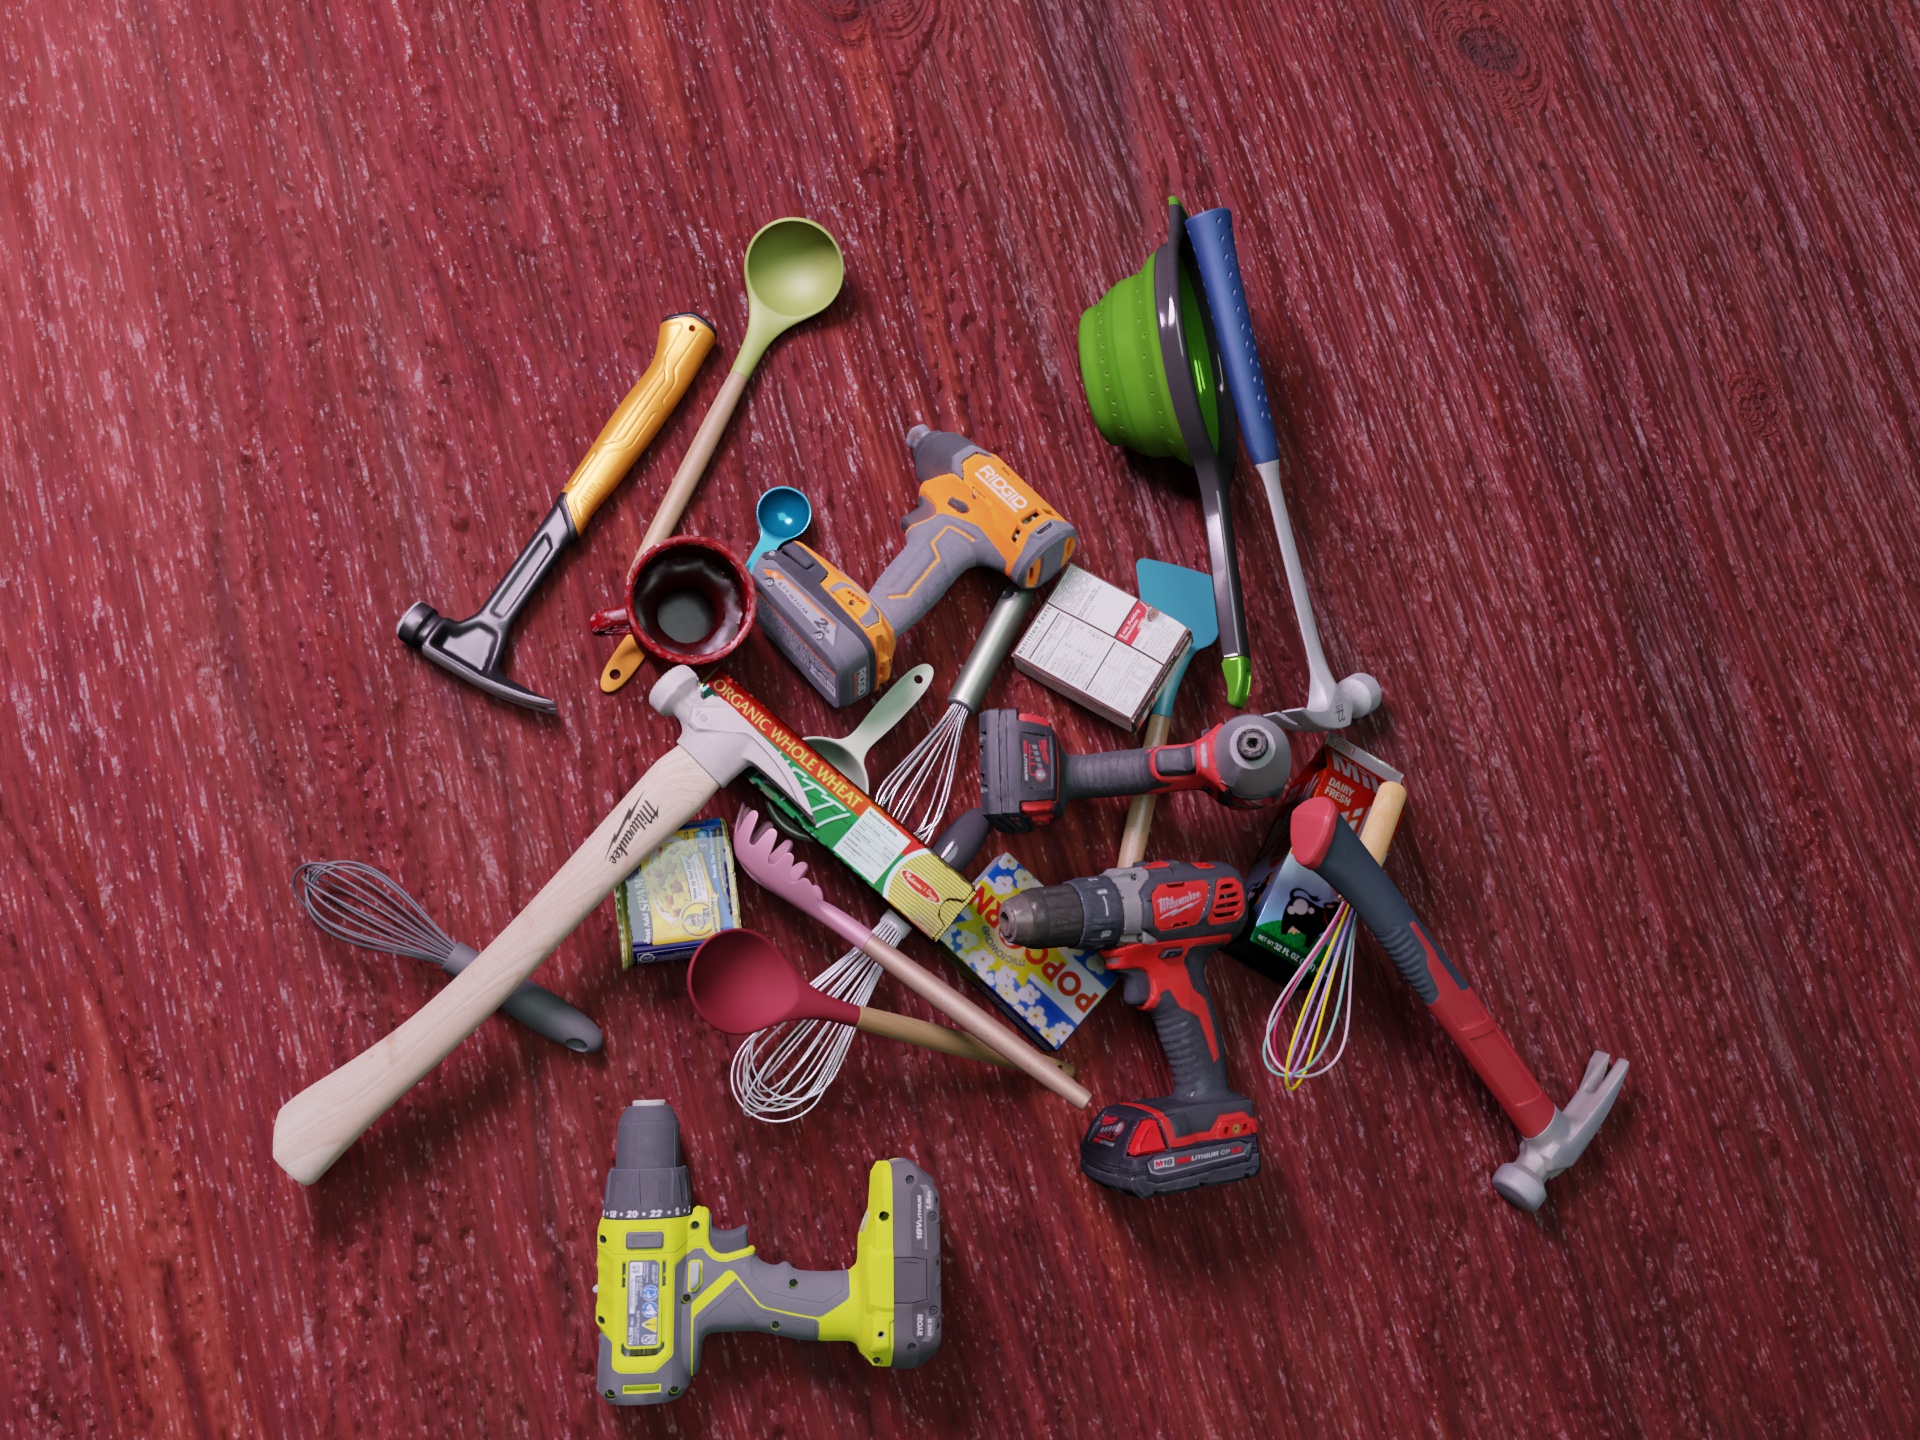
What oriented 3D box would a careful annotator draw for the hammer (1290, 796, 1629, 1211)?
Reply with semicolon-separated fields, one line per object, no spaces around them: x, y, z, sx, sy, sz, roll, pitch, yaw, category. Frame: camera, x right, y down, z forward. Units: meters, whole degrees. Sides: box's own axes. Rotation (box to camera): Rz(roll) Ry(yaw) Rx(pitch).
0.360;0.186;1.152;0.143;0.038;0.386;-47;114;-17;hammer

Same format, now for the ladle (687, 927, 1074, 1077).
-0.050;0.210;1.105;0.315;0.031;0.069;21;74;-27;ladle

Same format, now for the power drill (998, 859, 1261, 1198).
0.122;0.214;1.127;0.187;0.080;0.227;-2;86;-24;power drill

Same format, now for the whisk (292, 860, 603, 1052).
-0.352;0.166;1.098;0.239;0.055;0.055;33;73;-7;whisk

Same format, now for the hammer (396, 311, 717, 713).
-0.275;-0.168;1.197;0.127;0.034;0.337;30;73;-2;hammer

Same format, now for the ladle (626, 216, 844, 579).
-0.180;-0.247;1.224;0.078;0.062;0.320;27;76;-13;ladle

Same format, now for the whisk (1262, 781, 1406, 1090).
0.275;0.153;1.150;0.047;0.051;0.245;37;66;-26;whisk

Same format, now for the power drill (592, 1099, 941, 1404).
-0.132;0.354;1.078;0.228;0.080;0.191;1;77;-8;power drill

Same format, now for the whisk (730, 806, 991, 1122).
-0.065;0.170;1.149;0.070;0.070;0.285;40;68;0;whisk

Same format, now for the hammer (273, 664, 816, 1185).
-0.281;0.152;1.060;0.146;0.038;0.410;42;79;12;hammer

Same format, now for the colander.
0.158;-0.199;1.238;0.094;0.204;0.397;-9;79;19;colander

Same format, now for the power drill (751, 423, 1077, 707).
-0.046;-0.129;1.205;0.226;0.084;0.164;-36;68;-21;power drill

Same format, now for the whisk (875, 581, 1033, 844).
-0.002;-0.004;1.209;0.059;0.058;0.246;42;65;-35;whisk

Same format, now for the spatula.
0.150;0.024;1.240;0.082;0.044;0.317;15;79;-7;spatula

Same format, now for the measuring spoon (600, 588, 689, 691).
-0.234;-0.070;1.192;0.021;0.011;0.117;32;73;-2;measuring spoon

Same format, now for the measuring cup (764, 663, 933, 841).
-0.079;0.021;1.189;0.083;0.038;0.167;42;71;1;measuring cup

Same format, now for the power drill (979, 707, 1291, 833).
0.127;0.033;1.147;0.219;0.143;0.078;-3;79;7;power drill

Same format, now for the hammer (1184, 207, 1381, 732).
0.235;-0.186;1.215;0.144;0.035;0.405;-20;96;-50;hammer

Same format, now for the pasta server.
-0.038;0.163;1.101;0.316;0.060;0.040;35;83;11;pasta server

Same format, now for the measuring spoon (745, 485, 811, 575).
-0.154;-0.119;1.221;0.042;0.021;0.128;25;82;-2;measuring spoon
